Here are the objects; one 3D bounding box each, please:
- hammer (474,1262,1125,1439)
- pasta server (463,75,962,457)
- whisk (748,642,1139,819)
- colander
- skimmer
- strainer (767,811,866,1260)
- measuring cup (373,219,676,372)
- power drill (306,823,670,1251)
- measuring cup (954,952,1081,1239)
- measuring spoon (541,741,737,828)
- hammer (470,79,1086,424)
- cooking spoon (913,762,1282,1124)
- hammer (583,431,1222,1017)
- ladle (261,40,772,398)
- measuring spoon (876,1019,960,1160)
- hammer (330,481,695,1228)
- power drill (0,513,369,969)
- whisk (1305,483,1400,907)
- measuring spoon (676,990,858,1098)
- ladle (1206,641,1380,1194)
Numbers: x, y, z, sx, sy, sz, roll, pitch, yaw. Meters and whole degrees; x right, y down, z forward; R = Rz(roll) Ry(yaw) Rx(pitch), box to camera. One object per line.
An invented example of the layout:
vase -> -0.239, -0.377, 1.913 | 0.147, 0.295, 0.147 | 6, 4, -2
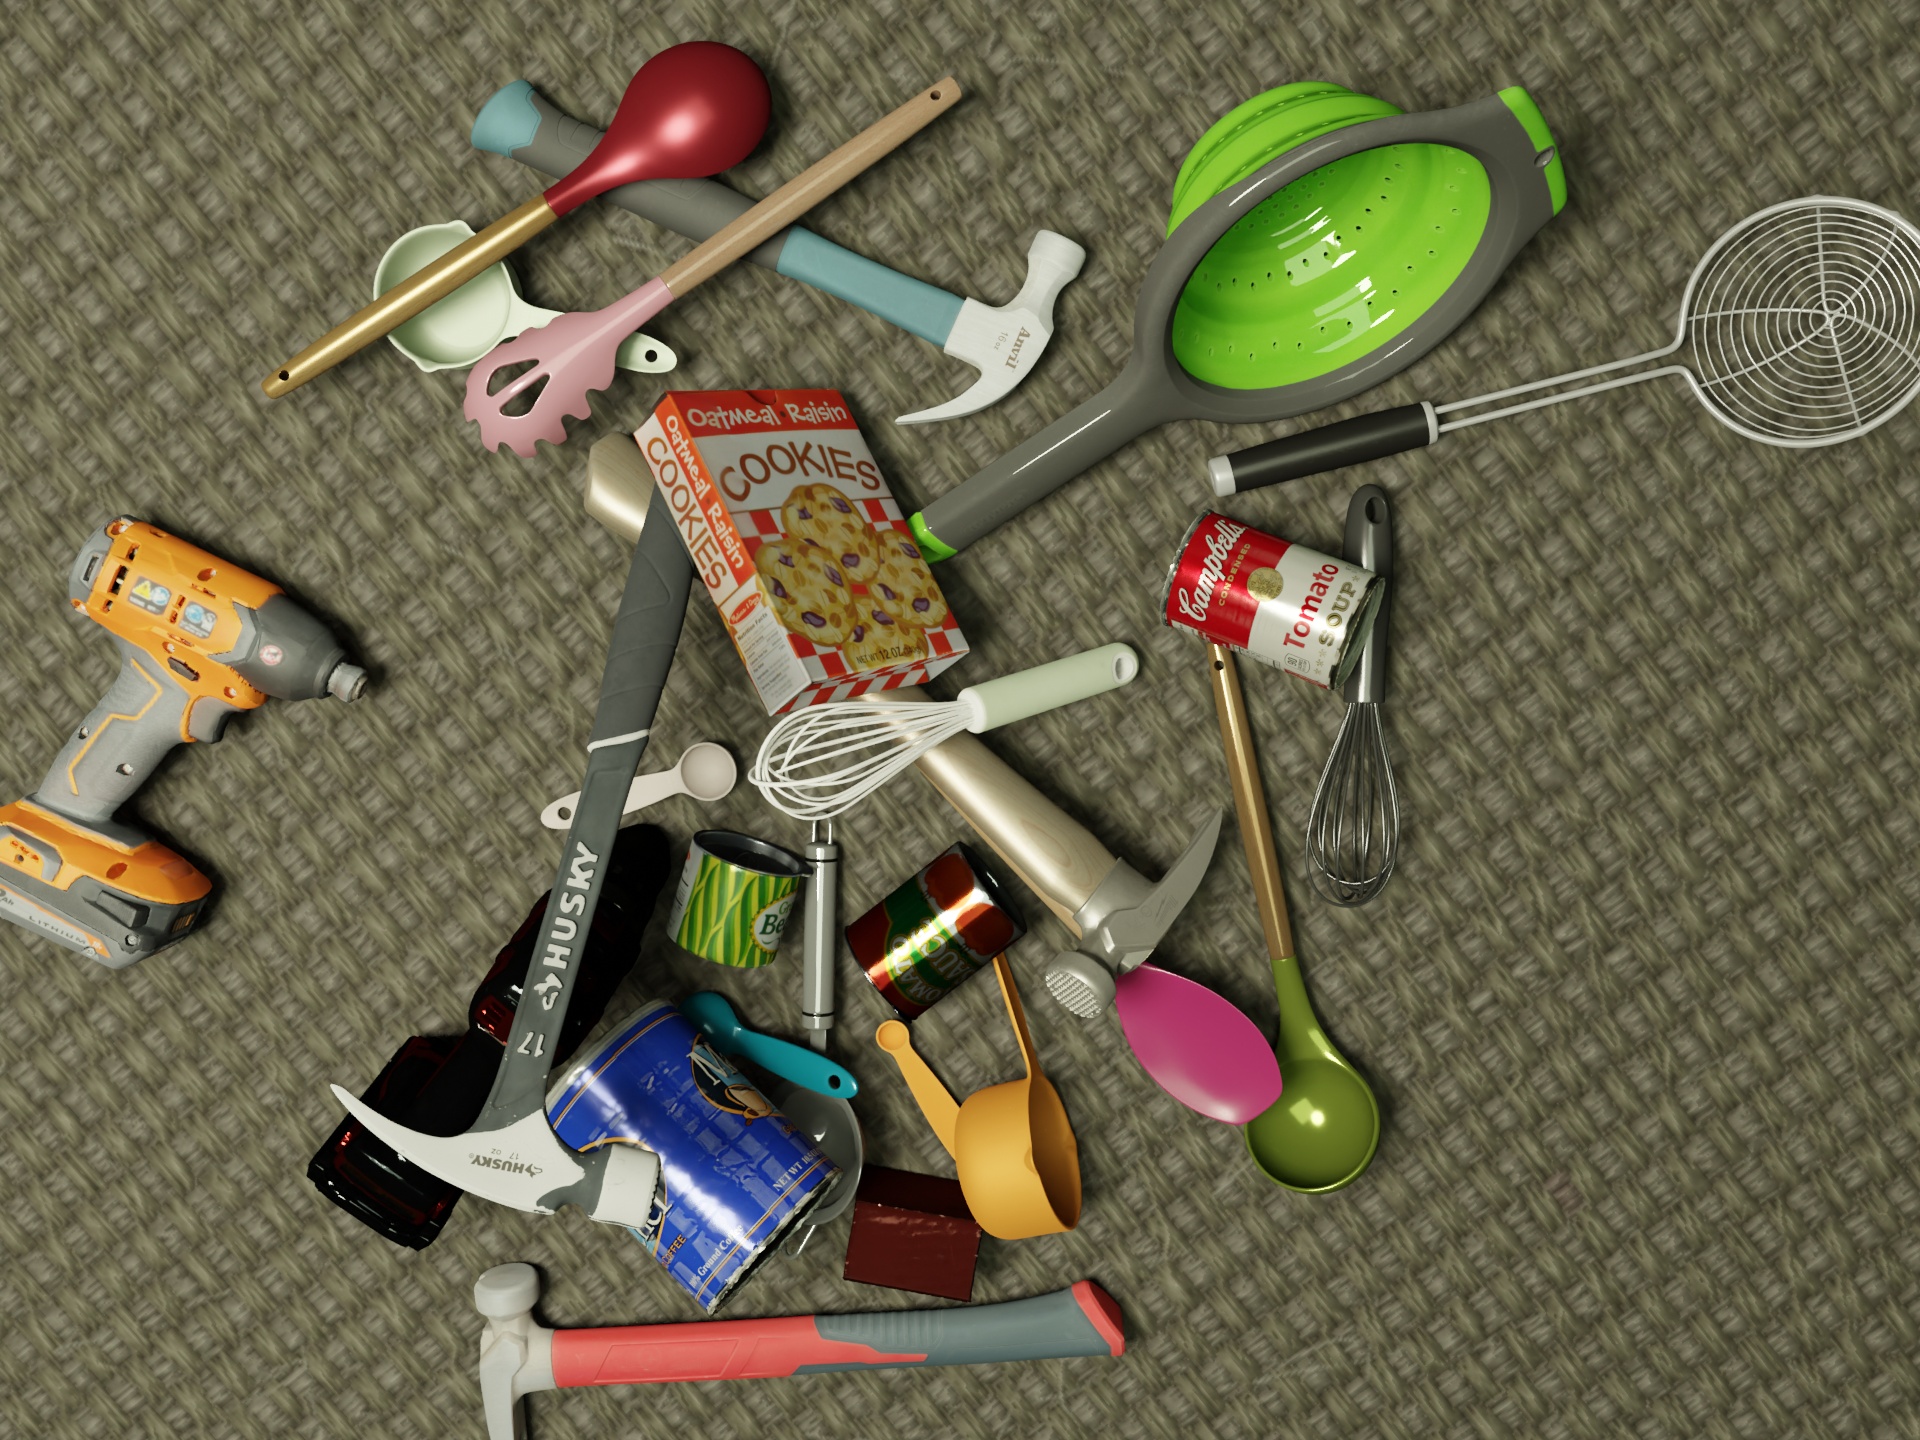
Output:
hammer -> -0.094, 0.391, 0.959 | 0.386, 0.038, 0.143 | -4, 99, 2
pasta server -> -0.132, -0.244, 0.844 | 0.316, 0.040, 0.060 | -35, 96, 0
whisk -> -0.001, -0.003, 0.842 | 0.246, 0.059, 0.057 | -18, 108, -32
colander -> 0.108, -0.213, 0.839 | 0.397, 0.204, 0.095 | -31, 62, 21
skimmer -> 0.314, -0.174, 0.838 | 0.363, 0.090, 0.127 | -14, 98, 5
strainer -> -0.081, 0.182, 0.928 | 0.087, 0.050, 0.258 | 4, 94, 40
measuring cup -> -0.236, -0.219, 0.878 | 0.167, 0.038, 0.083 | 15, 98, -3
power drill -> -0.247, 0.165, 0.883 | 0.080, 0.188, 0.226 | 38, 116, -9
measuring cup -> 0.020, 0.212, 0.919 | 0.052, 0.095, 0.174 | -19, 77, 15
measuring spoon -> -0.187, 0.040, 0.927 | 0.124, 0.018, 0.034 | -16, 97, 11
hammer -> -0.107, -0.265, 0.869 | 0.331, 0.033, 0.128 | 24, 97, -2
cooking spoon -> 0.061, 0.105, 0.905 | 0.319, 0.017, 0.068 | 46, 114, 3
hammer -> -0.040, -0.023, 0.882 | 0.410, 0.038, 0.146 | 41, 58, 3
ladle -> -0.238, -0.259, 0.841 | 0.315, 0.031, 0.069 | -32, 94, 4
measuring spoon -> -0.015, 0.226, 0.949 | 0.021, 0.011, 0.117 | -31, 100, 6
hammer -> -0.179, 0.028, 0.784 | 0.149, 0.036, 0.409 | 14, 66, -9
power drill -> -0.445, 0.019, 0.897 | 0.164, 0.084, 0.226 | 26, 94, -3
whisk -> 0.223, -0.012, 0.891 | 0.055, 0.055, 0.239 | 1, 94, 1
measuring spoon -> -0.116, 0.191, 0.913 | 0.129, 0.021, 0.042 | 16, 95, 26
ladle -> 0.176, 0.112, 0.904 | 0.078, 0.062, 0.320 | -11, 95, 22
